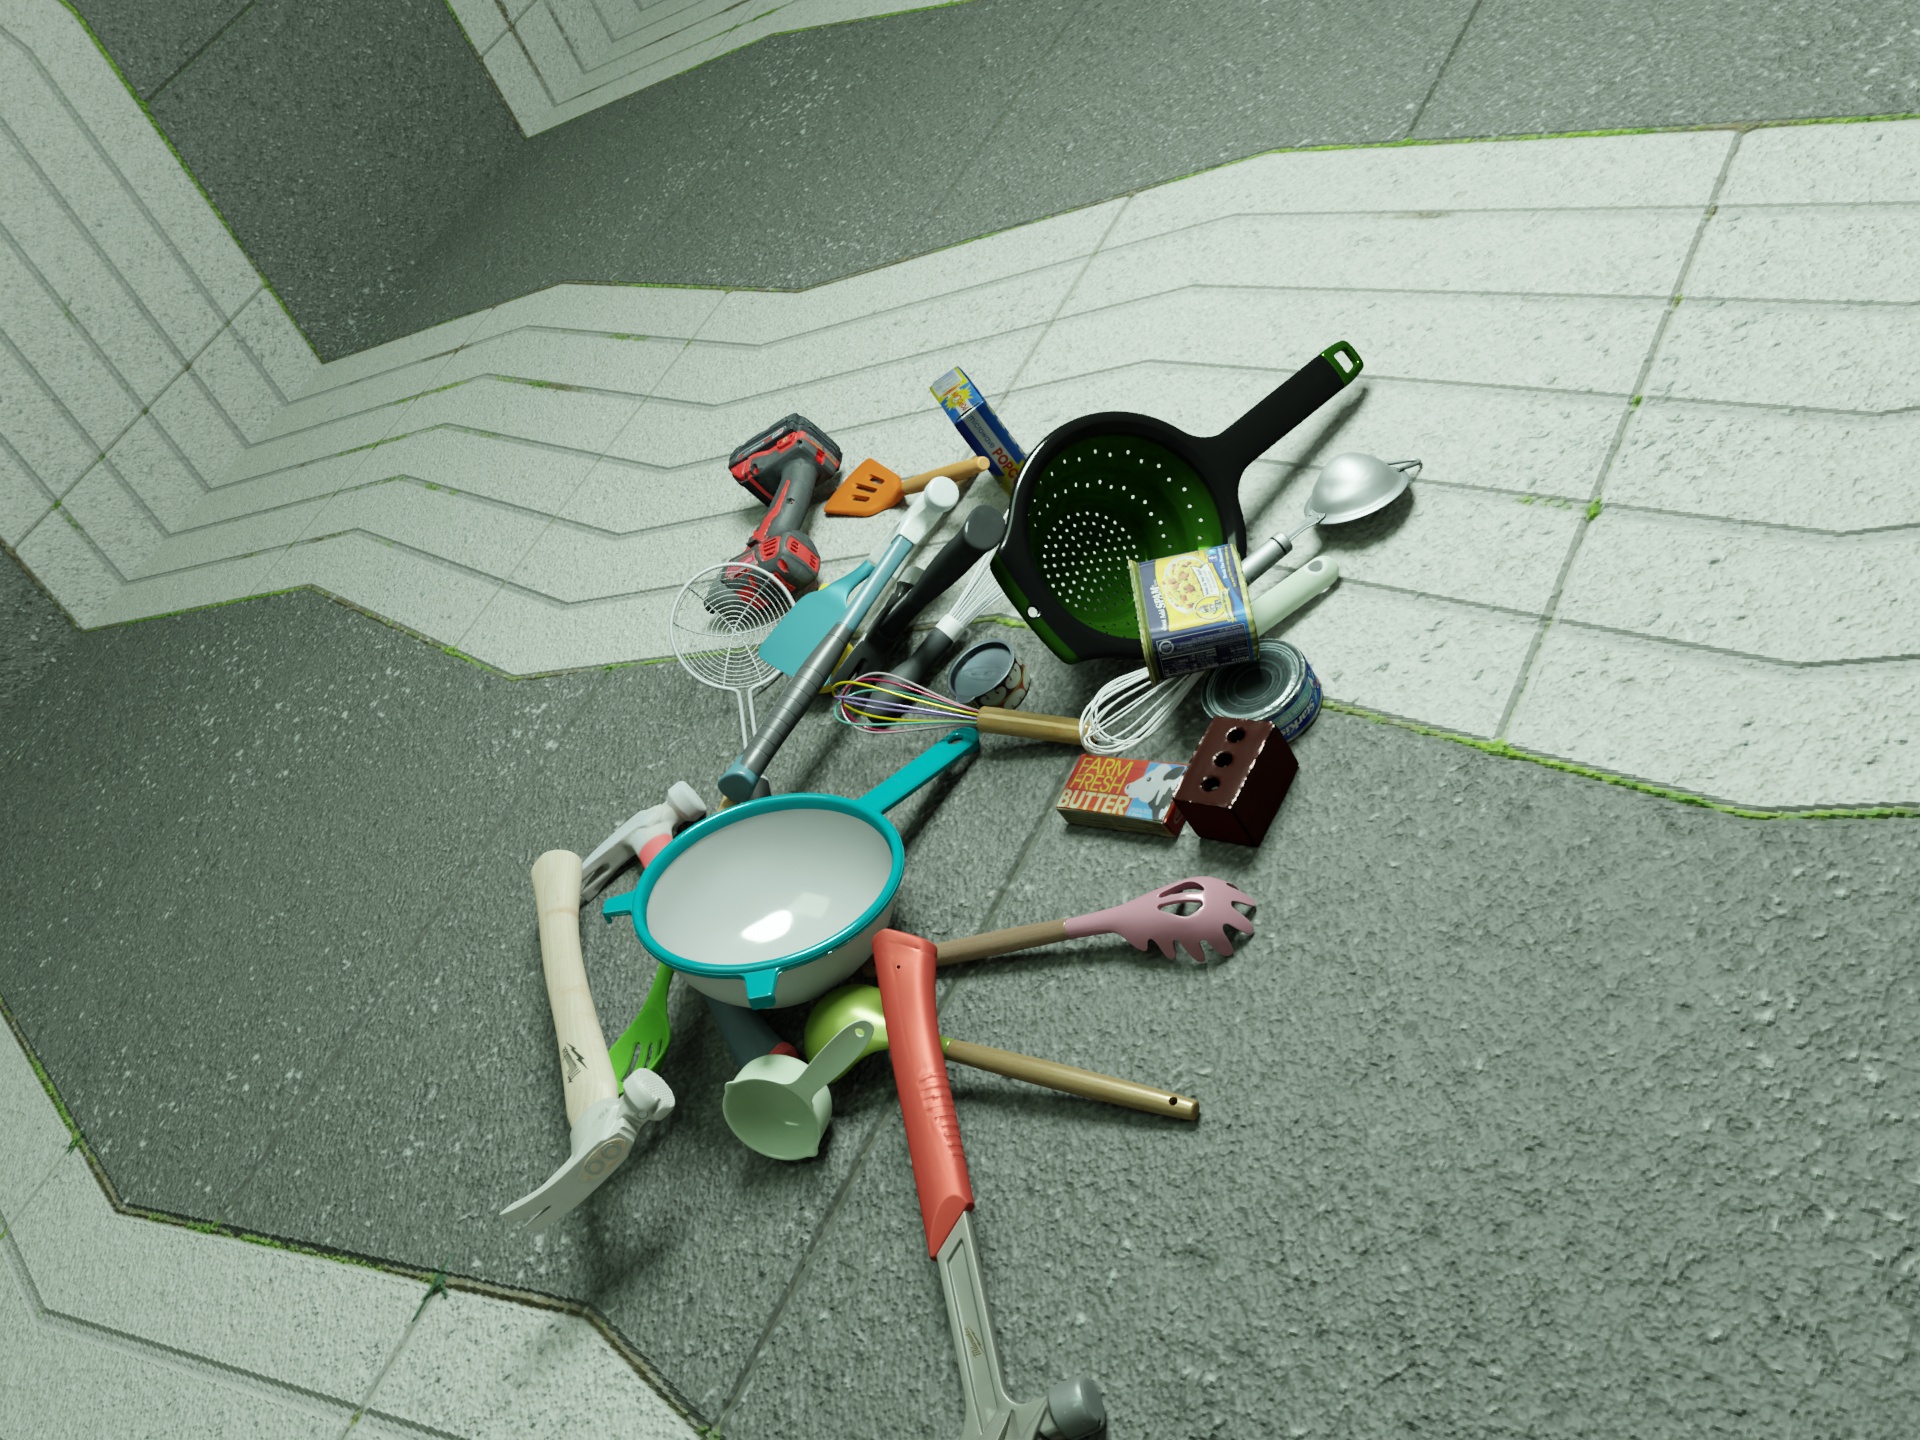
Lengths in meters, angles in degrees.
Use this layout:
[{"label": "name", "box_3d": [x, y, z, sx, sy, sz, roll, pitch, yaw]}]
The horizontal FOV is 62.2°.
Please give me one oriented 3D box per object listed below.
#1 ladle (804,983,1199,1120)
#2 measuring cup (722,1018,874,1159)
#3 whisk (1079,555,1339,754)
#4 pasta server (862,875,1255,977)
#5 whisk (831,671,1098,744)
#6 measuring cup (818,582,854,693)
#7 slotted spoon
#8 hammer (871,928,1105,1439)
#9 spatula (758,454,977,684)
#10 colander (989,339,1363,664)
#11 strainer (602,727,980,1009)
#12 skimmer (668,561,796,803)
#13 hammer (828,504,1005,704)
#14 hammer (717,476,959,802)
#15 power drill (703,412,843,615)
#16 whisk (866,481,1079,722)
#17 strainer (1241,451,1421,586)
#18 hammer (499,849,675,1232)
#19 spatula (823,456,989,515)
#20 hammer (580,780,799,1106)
[{"label": "ladle", "box_3d": [0.021, 0.239, 1.098, 0.320, 0.062, 0.078, 6, 53, 34]}, {"label": "measuring cup", "box_3d": [-0.103, 0.247, 1.119, 0.167, 0.083, 0.038, -48, 5, 32]}, {"label": "whisk", "box_3d": [0.194, -0.052, 1.237, 0.246, 0.059, 0.058, -35, 44, -4]}, {"label": "pasta server", "box_3d": [0.060, 0.159, 1.150, 0.316, 0.040, 0.060, -16, 43, 32]}, {"label": "whisk", "box_3d": [-0.003, -0.005, 1.315, 0.245, 0.047, 0.051, 8, 31, 27]}, {"label": "measuring cup", "box_3d": [-0.133, -0.090, 1.544, 0.062, 0.029, 0.157, -26, 42, 15]}, {"label": "slotted spoon", "box_3d": [-0.226, 0.172, 1.301, 0.070, 0.031, 0.314, -14, 44, 35]}, {"label": "hammer", "box_3d": [-0.020, 0.296, 1.021, 0.149, 0.036, 0.359, -26, 50, 14]}, {"label": "spatula", "box_3d": [-0.071, -0.158, 1.540, 0.082, 0.044, 0.317, 26, 56, 25]}, {"label": "colander", "box_3d": [0.184, -0.191, 1.333, 0.397, 0.204, 0.094, -39, 3, -19]}, {"label": "strainer", "box_3d": [-0.097, 0.123, 1.264, 0.211, 0.095, 0.340, 20, 43, 39]}, {"label": "skimmer", "box_3d": [-0.197, -0.005, 1.464, 0.127, 0.090, 0.364, -7, 42, -8]}, {"label": "hammer", "box_3d": [-0.031, -0.107, 1.337, 0.146, 0.035, 0.335, -58, 8, -18]}, {"label": "hammer", "box_3d": [-0.111, -0.069, 1.402, 0.331, 0.033, 0.128, -57, 9, -19]}, {"label": "power drill", "box_3d": [-0.202, -0.207, 1.677, 0.143, 0.078, 0.220, -24, 43, 34]}, {"label": "whisk", "box_3d": [0.011, -0.107, 1.432, 0.284, 0.070, 0.070, -49, 39, -5]}, {"label": "strainer", "box_3d": [0.260, -0.146, 1.260, 0.258, 0.050, 0.087, -40, 27, -6]}, {"label": "hammer", "box_3d": [-0.323, 0.230, 1.289, 0.146, 0.038, 0.411, -44, 31, 5]}, {"label": "spatula", "box_3d": [-0.049, -0.240, 1.576, 0.081, 0.041, 0.323, -51, 19, -14]}, {"label": "hammer", "box_3d": [-0.229, 0.196, 1.331, 0.143, 0.038, 0.387, -40, 38, 0]}]
